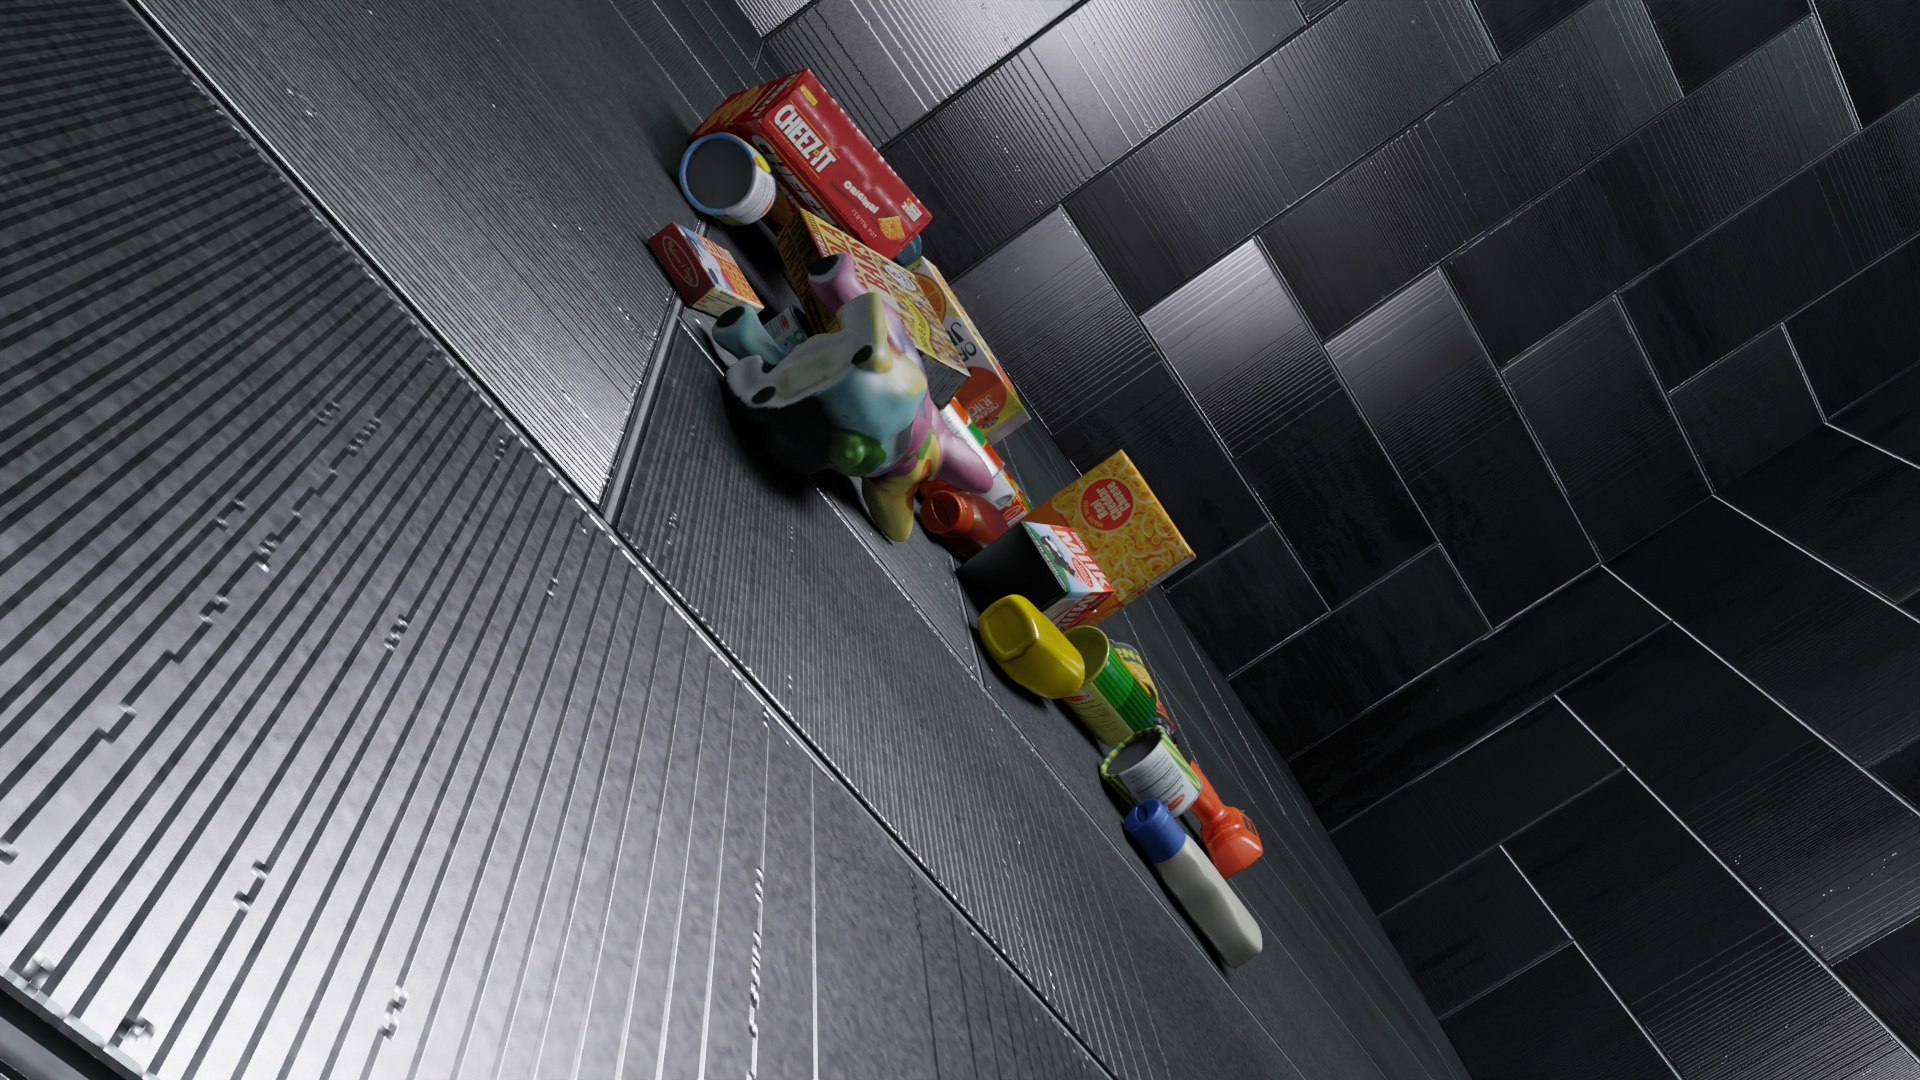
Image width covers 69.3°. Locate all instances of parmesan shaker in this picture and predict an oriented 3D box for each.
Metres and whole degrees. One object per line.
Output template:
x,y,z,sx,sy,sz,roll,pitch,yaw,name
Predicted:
0.122,0.131,1.234,0.102,0.071,0.071,49,11,-40,parmesan shaker

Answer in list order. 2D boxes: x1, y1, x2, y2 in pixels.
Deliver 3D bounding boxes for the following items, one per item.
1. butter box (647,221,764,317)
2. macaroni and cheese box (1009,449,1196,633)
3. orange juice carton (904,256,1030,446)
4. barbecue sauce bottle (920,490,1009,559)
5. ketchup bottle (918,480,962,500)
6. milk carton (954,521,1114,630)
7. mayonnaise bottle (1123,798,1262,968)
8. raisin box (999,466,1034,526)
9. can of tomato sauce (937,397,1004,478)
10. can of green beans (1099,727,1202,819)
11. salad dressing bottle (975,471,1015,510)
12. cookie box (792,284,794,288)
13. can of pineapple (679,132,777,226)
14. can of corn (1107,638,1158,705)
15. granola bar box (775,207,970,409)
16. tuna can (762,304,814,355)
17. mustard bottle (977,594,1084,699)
-0.169,-0.177,0.934,0.053,0.024,0.103,57,9,4,butter box
0.121,0.011,1.328,0.124,0.166,0.040,58,9,16,macaroni and cheese box
-0.010,-0.182,1.387,0.192,0.072,0.073,57,10,3,orange juice carton
0.004,-0.015,1.205,0.065,0.043,0.148,65,11,13,barbecue sauce bottle
-0.050,-0.102,1.233,0.149,0.043,0.064,57,6,9,ketchup bottle
0.074,0.035,1.216,0.072,0.073,0.191,58,17,14,milk carton
0.188,0.276,1.130,0.148,0.041,0.065,52,8,-13,mayonnaise bottle
0.050,-0.047,1.583,0.123,0.040,0.086,54,10,-6,raisin box
-0.010,-0.087,1.328,0.083,0.071,0.071,53,9,-15,can of tomato sauce
0.160,0.200,1.170,0.057,0.071,0.071,53,9,-11,can of green beans
0.002,-0.097,1.504,0.148,0.044,0.064,57,10,17,salad dressing bottle
-0.099,-0.207,1.375,0.123,0.040,0.168,55,10,-1,cookie box
-0.189,-0.292,1.123,0.071,0.071,0.058,56,9,1,can of pineapple
0.151,0.139,1.339,0.071,0.071,0.058,50,10,-32,can of corn
-0.072,-0.183,1.095,0.124,0.039,0.166,25,26,-35,granola bar box
-0.118,-0.139,1.038,0.071,0.033,0.071,54,9,-12,tuna can
0.066,0.095,1.109,0.065,0.049,0.160,60,9,32,mustard bottle
